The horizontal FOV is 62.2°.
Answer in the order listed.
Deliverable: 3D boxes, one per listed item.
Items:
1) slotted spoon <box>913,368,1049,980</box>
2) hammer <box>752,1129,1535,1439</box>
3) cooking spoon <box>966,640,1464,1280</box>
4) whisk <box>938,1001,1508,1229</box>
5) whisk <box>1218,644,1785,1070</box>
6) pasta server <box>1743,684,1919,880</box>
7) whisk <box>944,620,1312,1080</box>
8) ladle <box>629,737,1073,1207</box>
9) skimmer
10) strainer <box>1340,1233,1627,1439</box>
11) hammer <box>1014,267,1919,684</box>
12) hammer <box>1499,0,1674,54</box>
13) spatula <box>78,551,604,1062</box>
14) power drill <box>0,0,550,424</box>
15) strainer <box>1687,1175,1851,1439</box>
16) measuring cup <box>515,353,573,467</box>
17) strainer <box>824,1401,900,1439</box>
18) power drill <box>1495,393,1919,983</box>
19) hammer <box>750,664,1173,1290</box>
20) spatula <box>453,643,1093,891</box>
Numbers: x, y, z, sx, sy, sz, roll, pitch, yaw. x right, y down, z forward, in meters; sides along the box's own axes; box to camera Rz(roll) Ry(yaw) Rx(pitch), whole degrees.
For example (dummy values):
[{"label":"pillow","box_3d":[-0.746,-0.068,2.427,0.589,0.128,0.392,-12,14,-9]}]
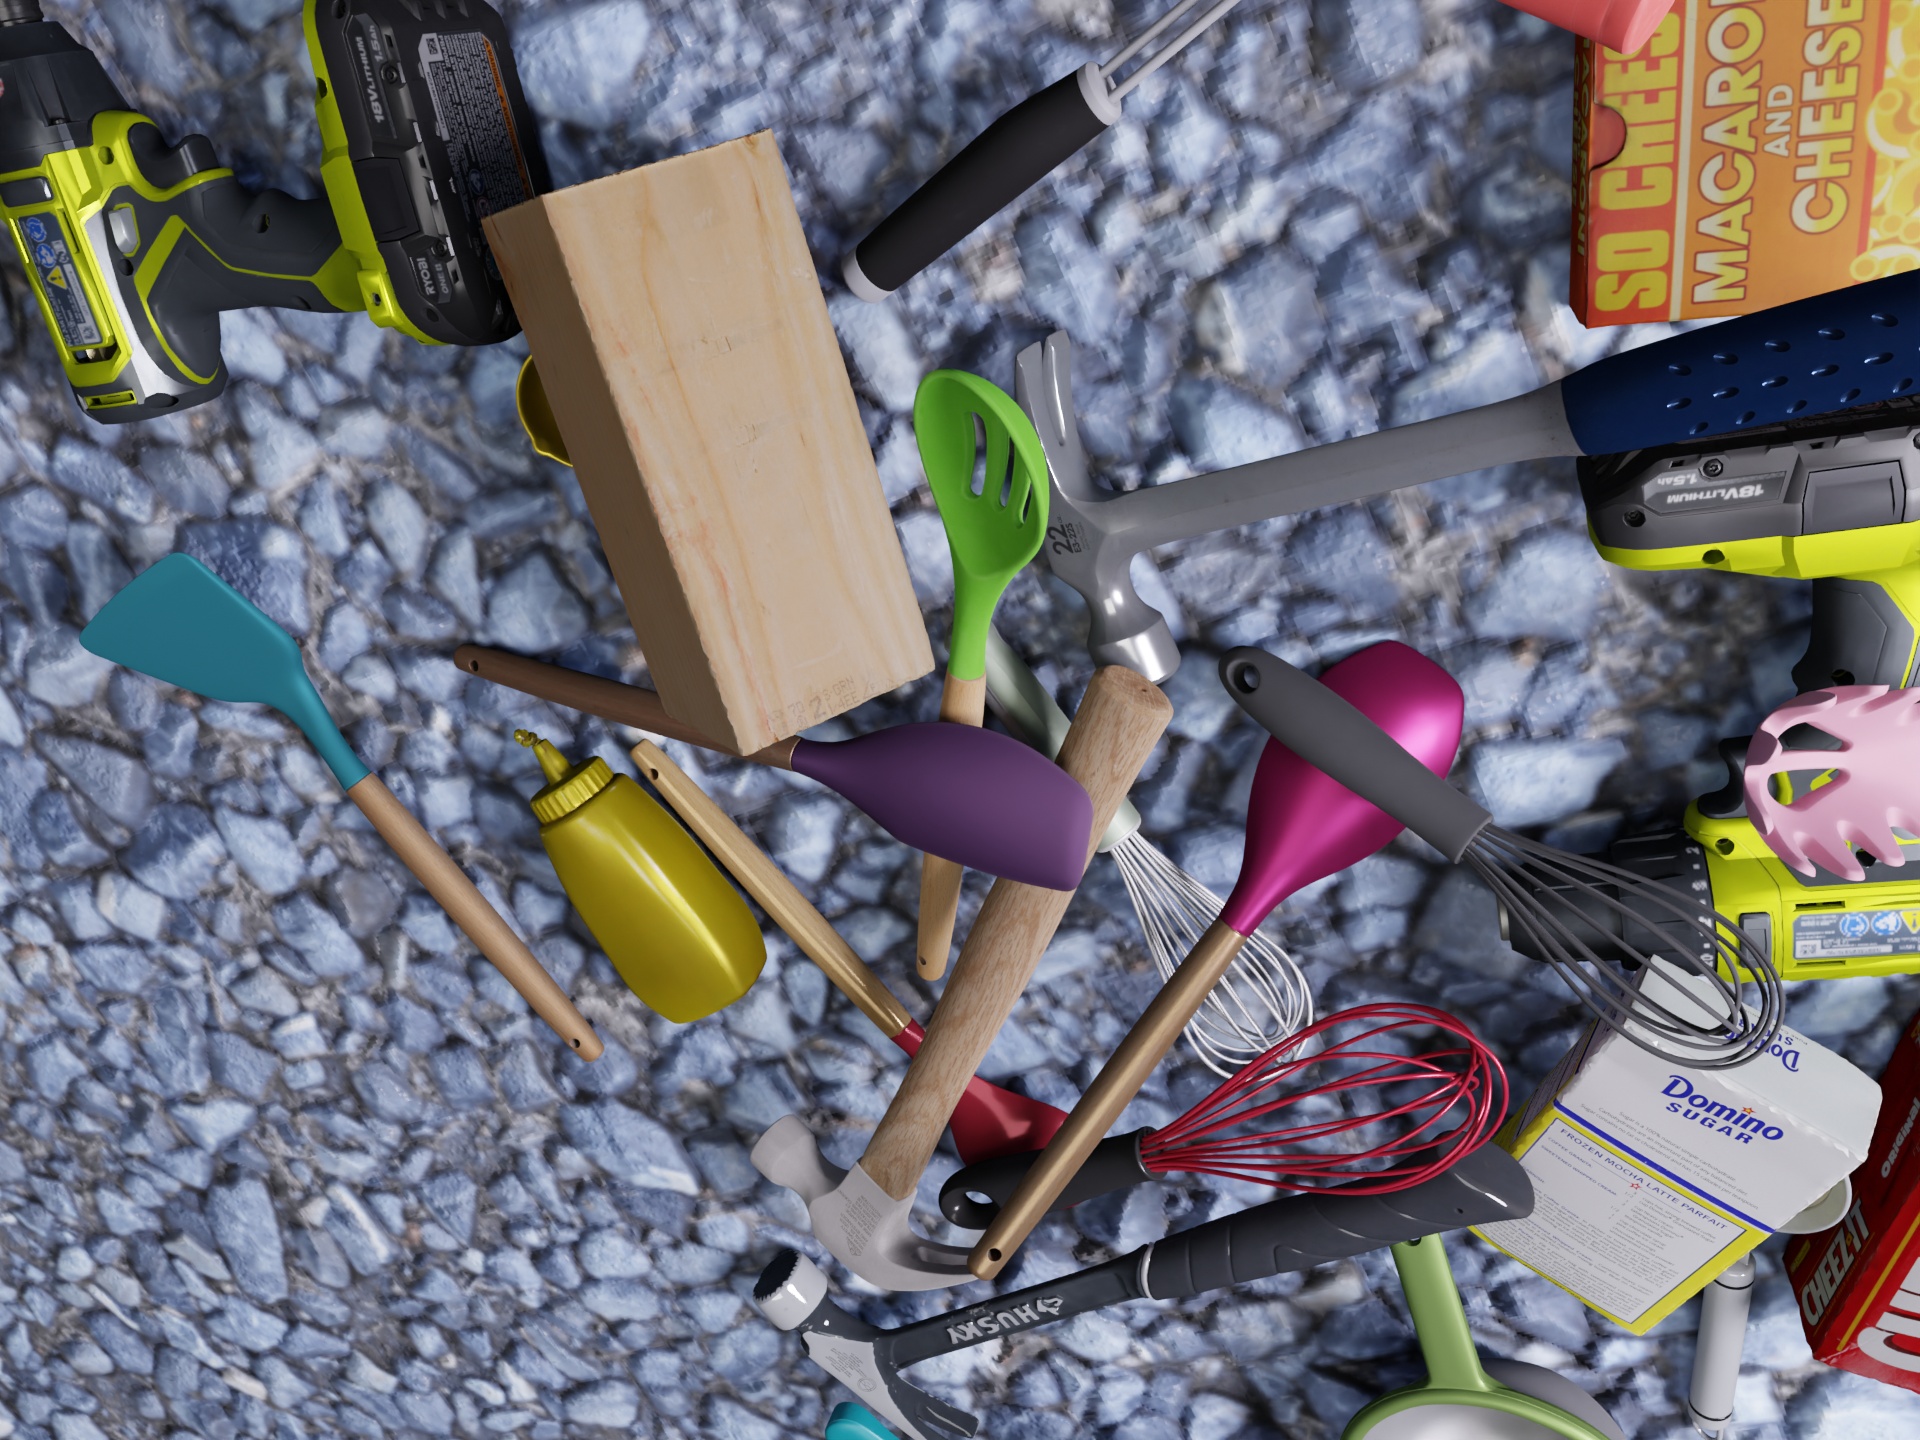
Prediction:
[{"label":"slotted spoon","box_3d":[-0.001,-0.002,0.654,0.070,0.031,0.313,38,139,33]},{"label":"hammer","box_3d":[0.079,0.269,0.752,0.409,0.036,0.149,-31,107,35]},{"label":"cooking spoon","box_3d":[0.098,0.106,0.655,0.069,0.017,0.319,35,98,1]},{"label":"whisk","box_3d":[0.097,0.180,0.681,0.296,0.073,0.073,-28,106,38]},{"label":"whisk","box_3d":[0.190,0.041,0.588,0.239,0.055,0.055,39,122,25]},{"label":"pasta server","box_3d":[0.389,0.013,0.515,0.316,0.040,0.060,-1,101,-10]},{"label":"whisk","box_3d":[0.071,0.055,0.682,0.059,0.058,0.246,-38,98,-8]},{"label":"ladle","box_3d":[-0.045,0.126,0.757,0.069,0.031,0.315,-38,99,28]},{"label":"skimmer","box_3d":[0.111,-0.233,0.529,0.363,0.090,0.127,-28,64,36]},{"label":"strainer","box_3d":[0.243,0.307,0.743,0.151,0.069,0.256,-11,107,32]},{"label":"hammer","box_3d":[0.182,-0.099,0.503,0.405,0.035,0.144,-8,112,43]},{"label":"hammer","box_3d":[0.041,-0.281,0.473,0.359,0.036,0.149,36,119,17]},{"label":"spatula","box_3d":[-0.283,0.055,0.776,0.082,0.044,0.317,-32,104,22]},{"label":"power drill","box_3d":[-0.284,-0.215,0.630,0.223,0.080,0.171,-2,114,19]},{"label":"strainer","box_3d":[0.338,0.231,0.697,0.087,0.050,0.258,22,132,42]},{"label":"measuring cup","box_3d":[-0.118,-0.102,0.673,0.062,0.029,0.156,-36,113,25]},{"label":"strainer","box_3d":[0.082,0.430,0.827,0.340,0.095,0.211,37,123,-3]},{"label":"power drill","box_3d":[0.288,-0.003,0.578,0.190,0.080,0.228,-6,116,18]},{"label":"hammer","box_3d":[0.009,0.122,0.687,0.130,0.031,0.331,38,120,23]},{"label":"spatula","box_3d":[-0.090,0.006,0.678,0.316,0.018,0.059,15,109,23]}]
